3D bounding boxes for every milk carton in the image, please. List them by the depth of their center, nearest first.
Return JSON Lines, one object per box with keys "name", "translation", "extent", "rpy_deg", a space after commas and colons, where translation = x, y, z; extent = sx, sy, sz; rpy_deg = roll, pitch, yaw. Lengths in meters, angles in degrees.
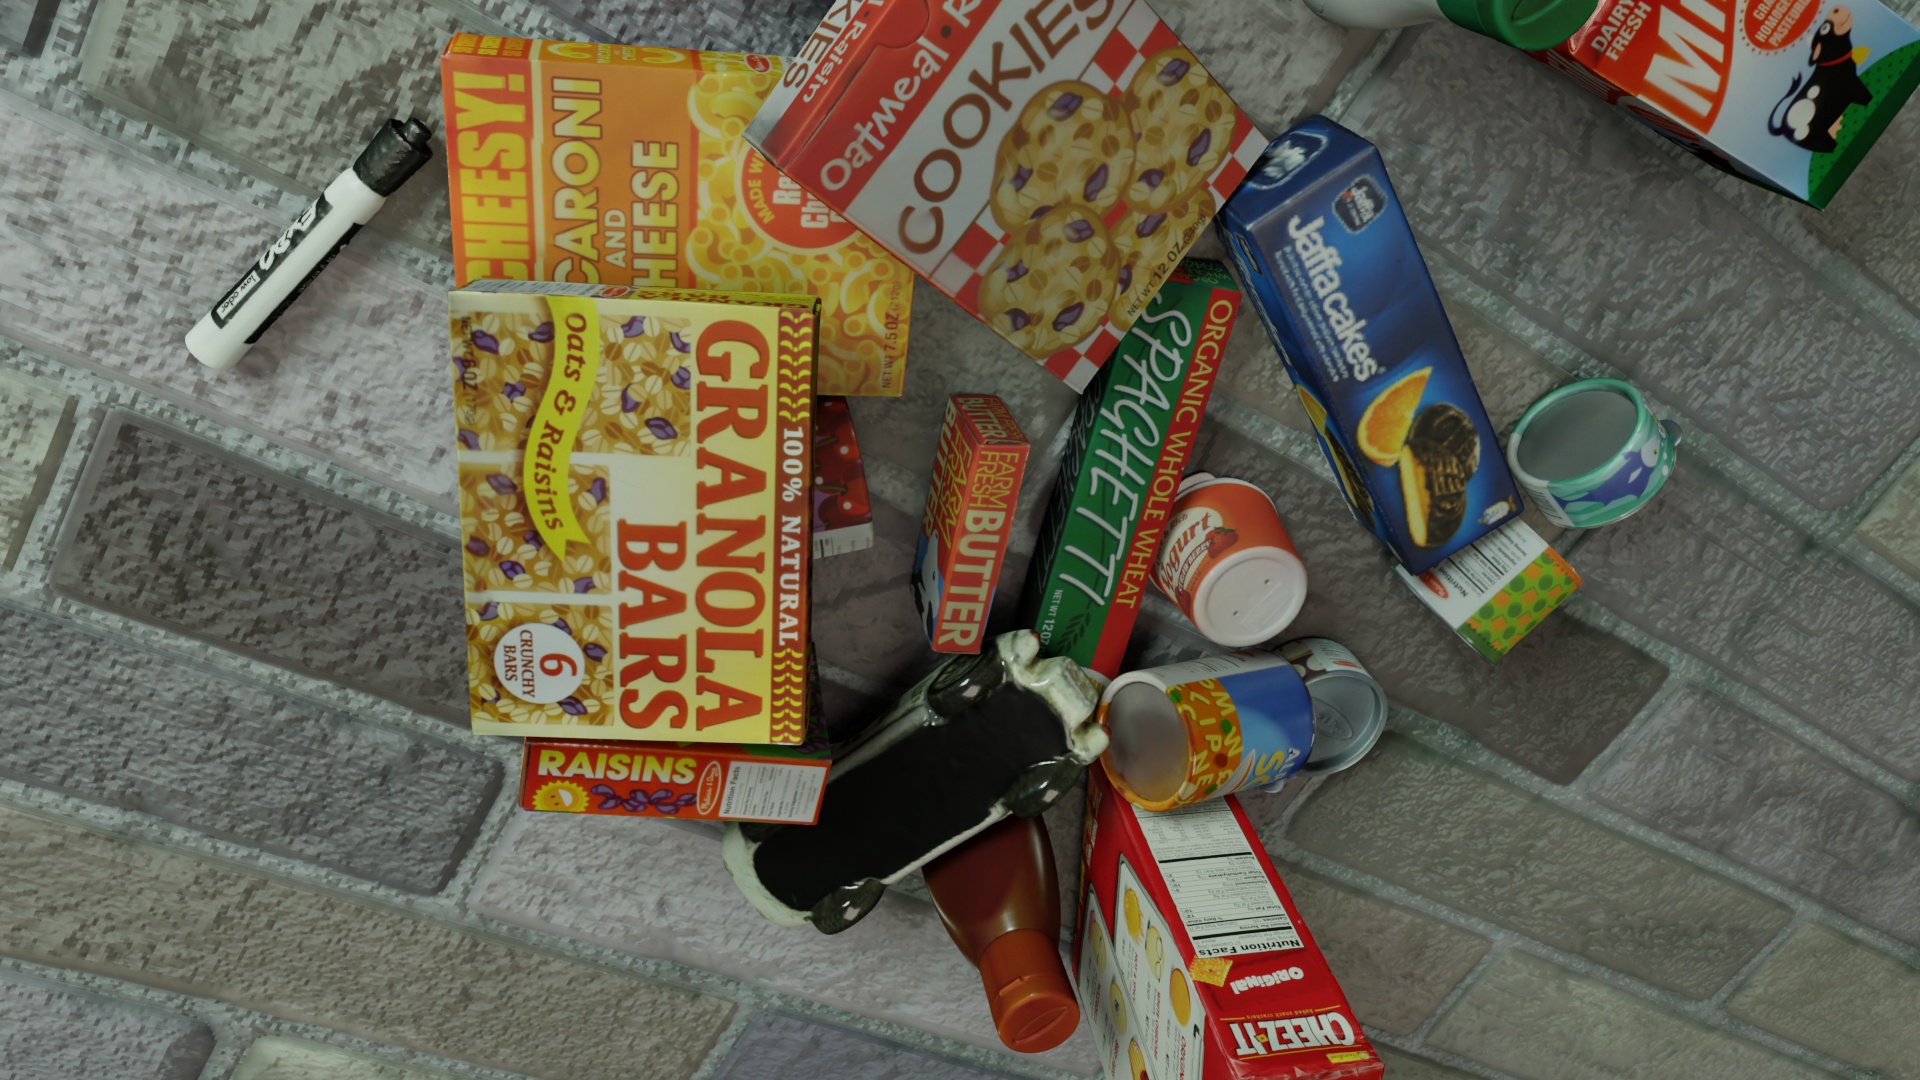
{"name": "milk carton", "translation": [0.276, -0.206, 0.541], "extent": [0.190, 0.072, 0.073], "rpy_deg": [19, 113, -22]}

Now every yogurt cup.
{"name": "yogurt cup", "translation": [0.124, 0.012, 0.640], "extent": [0.072, 0.054, 0.072], "rpy_deg": [-6, 121, -10]}

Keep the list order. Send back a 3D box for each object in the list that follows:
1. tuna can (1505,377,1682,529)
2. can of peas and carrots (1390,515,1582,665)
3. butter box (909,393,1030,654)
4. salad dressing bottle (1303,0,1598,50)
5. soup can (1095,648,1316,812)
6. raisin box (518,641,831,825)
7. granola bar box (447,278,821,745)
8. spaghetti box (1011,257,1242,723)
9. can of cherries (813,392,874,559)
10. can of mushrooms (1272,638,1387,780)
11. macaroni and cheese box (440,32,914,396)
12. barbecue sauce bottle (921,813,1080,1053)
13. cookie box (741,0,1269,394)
{"name": "tuna can", "translation": [0.292, -0.042, 0.641], "extent": [0.071, 0.071, 0.032], "rpy_deg": [-42, 119, 12]}
{"name": "can of peas and carrots", "translation": [0.253, 0.017, 0.667], "extent": [0.071, 0.071, 0.058], "rpy_deg": [36, 106, -28]}
{"name": "butter box", "translation": [0.002, -0.008, 0.600], "extent": [0.024, 0.053, 0.103], "rpy_deg": [4, 118, -17]}
{"name": "salad dressing bottle", "translation": [0.160, -0.199, 0.473], "extent": [0.064, 0.148, 0.044], "rpy_deg": [-37, 121, 9]}
{"name": "soup can", "translation": [0.116, 0.091, 0.657], "extent": [0.084, 0.071, 0.071], "rpy_deg": [-6, 123, -37]}
{"name": "raisin box", "translation": [-0.123, 0.077, 0.599], "extent": [0.123, 0.086, 0.039], "rpy_deg": [7, 122, -17]}
{"name": "granola bar box", "translation": [-0.115, -0.009, 0.507], "extent": [0.124, 0.039, 0.165], "rpy_deg": [2, 109, -4]}
{"name": "spaghetti box", "translation": [0.065, -0.007, 0.629], "extent": [0.050, 0.029, 0.248], "rpy_deg": [6, 118, -17]}
{"name": "can of cherries", "translation": [-0.070, -0.026, 0.566], "extent": [0.058, 0.072, 0.071], "rpy_deg": [-12, 121, -6]}
{"name": "can of mushrooms", "translation": [0.177, 0.086, 0.706], "extent": [0.071, 0.033, 0.070], "rpy_deg": [-6, 120, -11]}
{"name": "macaroni and cheese box", "translation": [-0.101, -0.118, 0.521], "extent": [0.167, 0.040, 0.123], "rpy_deg": [0, 119, -14]}
{"name": "barbecue sauce bottle", "translation": [0.018, 0.168, 0.647], "extent": [0.065, 0.149, 0.043], "rpy_deg": [-36, 120, 8]}
{"name": "cookie box", "translation": [0.023, -0.144, 0.499], "extent": [0.167, 0.040, 0.123], "rpy_deg": [30, 100, -43]}
